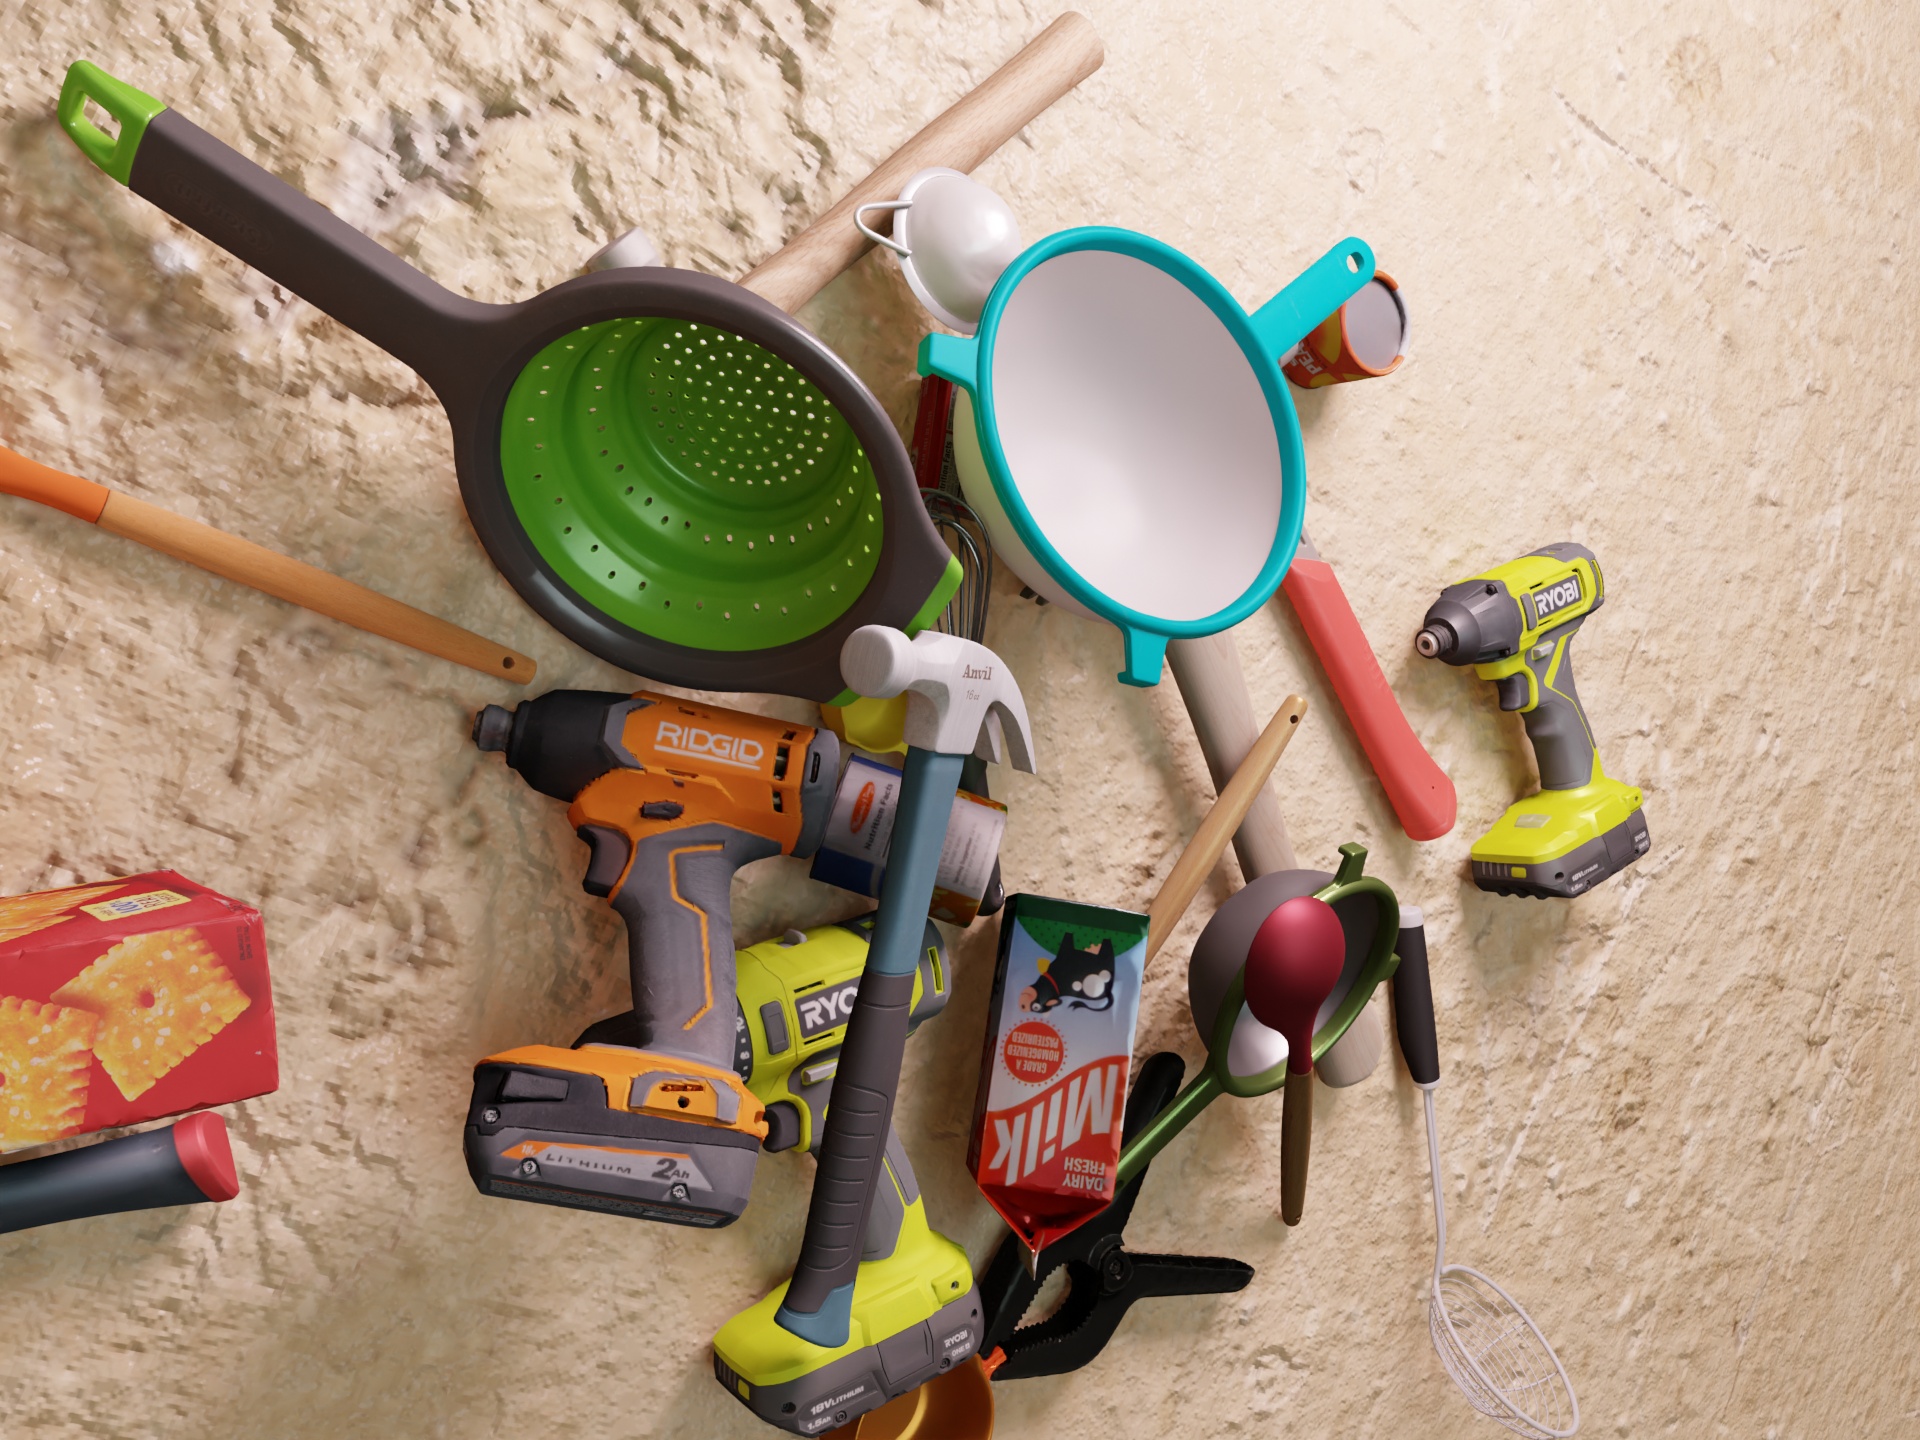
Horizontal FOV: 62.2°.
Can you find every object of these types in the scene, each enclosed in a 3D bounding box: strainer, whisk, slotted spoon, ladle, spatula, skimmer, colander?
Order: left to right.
[{"bbox_3d":[-0.313,-0.075,0.629,0.322,0.041,0.081,24,78,-34],"label":"spatula"},{"bbox_3d":[-0.176,-0.161,0.686,0.397,0.204,0.095,33,39,-15],"label":"colander"},{"bbox_3d":[-0.001,-0.003,0.813,0.058,0.059,0.246,-58,145,-55],"label":"whisk"},{"bbox_3d":[0.050,-0.230,0.850,0.258,0.050,0.087,11,76,-49],"label":"strainer"},{"bbox_3d":[0.113,0.119,0.909,0.070,0.031,0.314,35,84,-22],"label":"slotted spoon"},{"bbox_3d":[0.110,-0.170,0.850,0.340,0.095,0.211,-42,103,-35],"label":"strainer"},{"bbox_3d":[0.144,0.176,0.919,0.256,0.069,0.151,-43,140,-9],"label":"strainer"},{"bbox_3d":[0.194,0.214,0.923,0.069,0.031,0.315,-30,138,-19],"label":"ladle"},{"bbox_3d":[0.353,0.303,1.080,0.127,0.090,0.363,-20,103,-65],"label":"skimmer"}]

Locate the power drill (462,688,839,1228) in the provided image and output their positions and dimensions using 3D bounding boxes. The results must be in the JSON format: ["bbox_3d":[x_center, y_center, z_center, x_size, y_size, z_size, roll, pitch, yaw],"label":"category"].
[{"bbox_3d":[-0.148,0.092,0.693,0.164,0.084,0.227,13,64,-12],"label":"power drill"}]

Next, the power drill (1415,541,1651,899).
[{"bbox_3d":[0.393,0.003,1.104,0.171,0.080,0.223,-21,100,-33],"label":"power drill"}]

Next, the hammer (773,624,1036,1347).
[{"bbox_3d":[-0.035,0.124,0.710,0.128,0.033,0.331,3,101,-57],"label":"hammer"}]

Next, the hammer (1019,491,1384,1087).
[{"bbox_3d":[0.169,0.061,0.962,0.146,0.038,0.410,-28,112,-12],"label":"hammer"}]

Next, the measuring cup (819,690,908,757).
[{"bbox_3d":[-0.026,0.022,0.848,0.062,0.029,0.156,-49,129,-24],"label":"measuring cup"}]

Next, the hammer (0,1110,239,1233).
[{"bbox_3d":[-0.447,0.190,0.529,0.386,0.143,0.038,0,55,-45],"label":"hammer"}]

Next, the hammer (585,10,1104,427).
[{"bbox_3d":[-0.033,-0.269,0.819,0.331,0.031,0.130,-46,116,-24],"label":"hammer"}]

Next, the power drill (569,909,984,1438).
[{"bbox_3d":[-0.083,0.220,0.782,0.190,0.080,0.228,-15,98,-31],"label":"power drill"}]

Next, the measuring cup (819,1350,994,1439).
[{"bbox_3d":[-0.007,0.394,0.857,0.173,0.052,0.095,49,66,-28],"label":"measuring cup"}]

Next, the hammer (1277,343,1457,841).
[{"bbox_3d":[0.225,-0.064,1.005,0.149,0.037,0.358,-42,114,-26],"label":"hammer"}]
